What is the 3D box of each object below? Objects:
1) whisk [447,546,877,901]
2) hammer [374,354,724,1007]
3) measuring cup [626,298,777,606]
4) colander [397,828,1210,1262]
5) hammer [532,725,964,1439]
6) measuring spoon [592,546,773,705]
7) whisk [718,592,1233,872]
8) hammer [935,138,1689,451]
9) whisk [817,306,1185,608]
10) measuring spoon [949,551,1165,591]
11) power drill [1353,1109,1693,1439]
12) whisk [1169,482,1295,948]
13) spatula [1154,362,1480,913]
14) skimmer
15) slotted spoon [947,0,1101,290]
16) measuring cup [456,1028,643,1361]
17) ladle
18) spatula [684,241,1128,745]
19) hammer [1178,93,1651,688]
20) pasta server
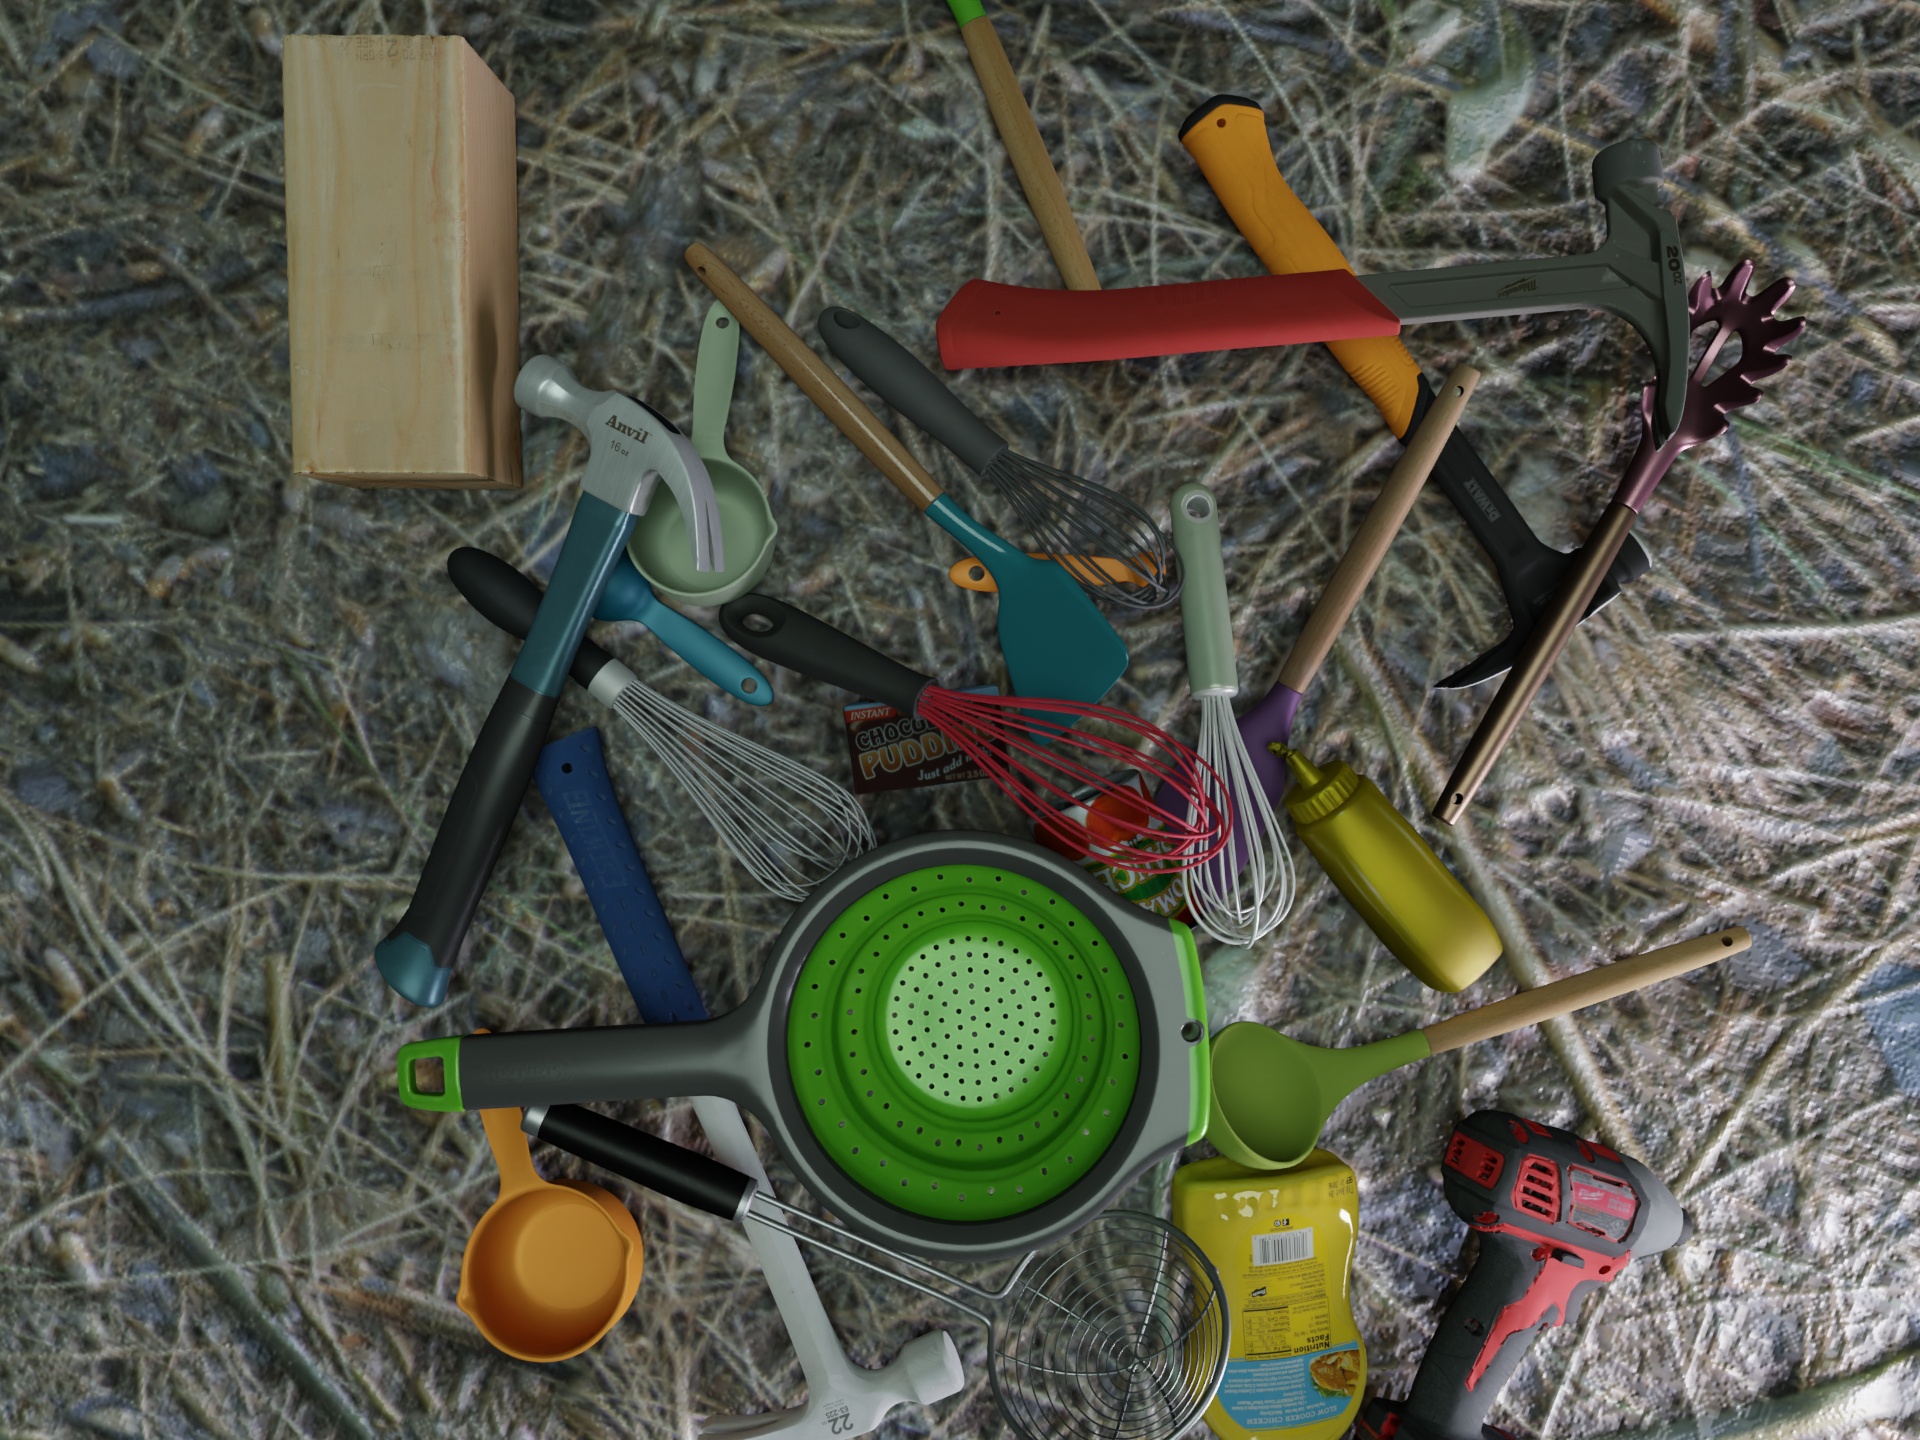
[{"bbox_3d":[-0.157,0.001,0.831,0.284,0.070,0.070,38,92,2],"label":"whisk"},{"bbox_3d":[-0.221,-0.007,0.803,0.128,0.033,0.331,27,101,10],"label":"hammer"},{"bbox_3d":[-0.130,-0.140,0.838,0.083,0.038,0.168,3,76,4],"label":"measuring cup"},{"bbox_3d":[-0.078,0.162,0.805,0.397,0.094,0.204,-4,87,4],"label":"colander"},{"bbox_3d":[-0.140,0.200,0.849,0.144,0.035,0.405,-23,93,0],"label":"hammer"},{"bbox_3d":[-0.152,-0.048,0.842,0.128,0.021,0.042,36,92,-1],"label":"measuring spoon"},{"bbox_3d":[-0.001,-0.003,0.792,0.296,0.073,0.073,25,92,21],"label":"whisk"},{"bbox_3d":[0.167,-0.196,0.791,0.359,0.036,0.149,-3,81,10],"label":"hammer"},{"bbox_3d":[0.019,-0.139,0.826,0.239,0.055,0.055,40,92,5],"label":"whisk"},{"bbox_3d":[0.052,-0.080,0.850,0.117,0.011,0.021,-1,93,-1],"label":"measuring spoon"},{"bbox_3d":[0.300,0.326,0.840,0.143,0.078,0.220,20,88,-17],"label":"power drill"},{"bbox_3d":[0.132,-0.006,0.820,0.058,0.059,0.246,-3,78,-7],"label":"whisk"},{"bbox_3d":[0.182,-0.041,0.829,0.060,0.018,0.316,29,103,4],"label":"spatula"},{"bbox_3d":[-0.048,0.256,0.792,0.363,0.090,0.127,23,60,0],"label":"skimmer"},{"bbox_3d":[0.015,-0.338,0.830,0.070,0.031,0.313,-24,95,0],"label":"slotted spoon"},{"bbox_3d":[-0.225,0.248,0.847,0.095,0.052,0.174,-20,78,0],"label":"measuring cup"},{"bbox_3d":[0.275,0.161,0.846,0.320,0.062,0.078,-17,71,-3],"label":"ladle"},{"bbox_3d":[-0.036,-0.128,0.817,0.317,0.044,0.082,46,132,2],"label":"spatula"},{"bbox_3d":[0.217,-0.179,0.838,0.127,0.034,0.337,-36,93,0],"label":"hammer"},{"bbox_3d":[0.326,-0.086,0.809,0.060,0.040,0.316,30,91,9],"label":"pasta server"}]
